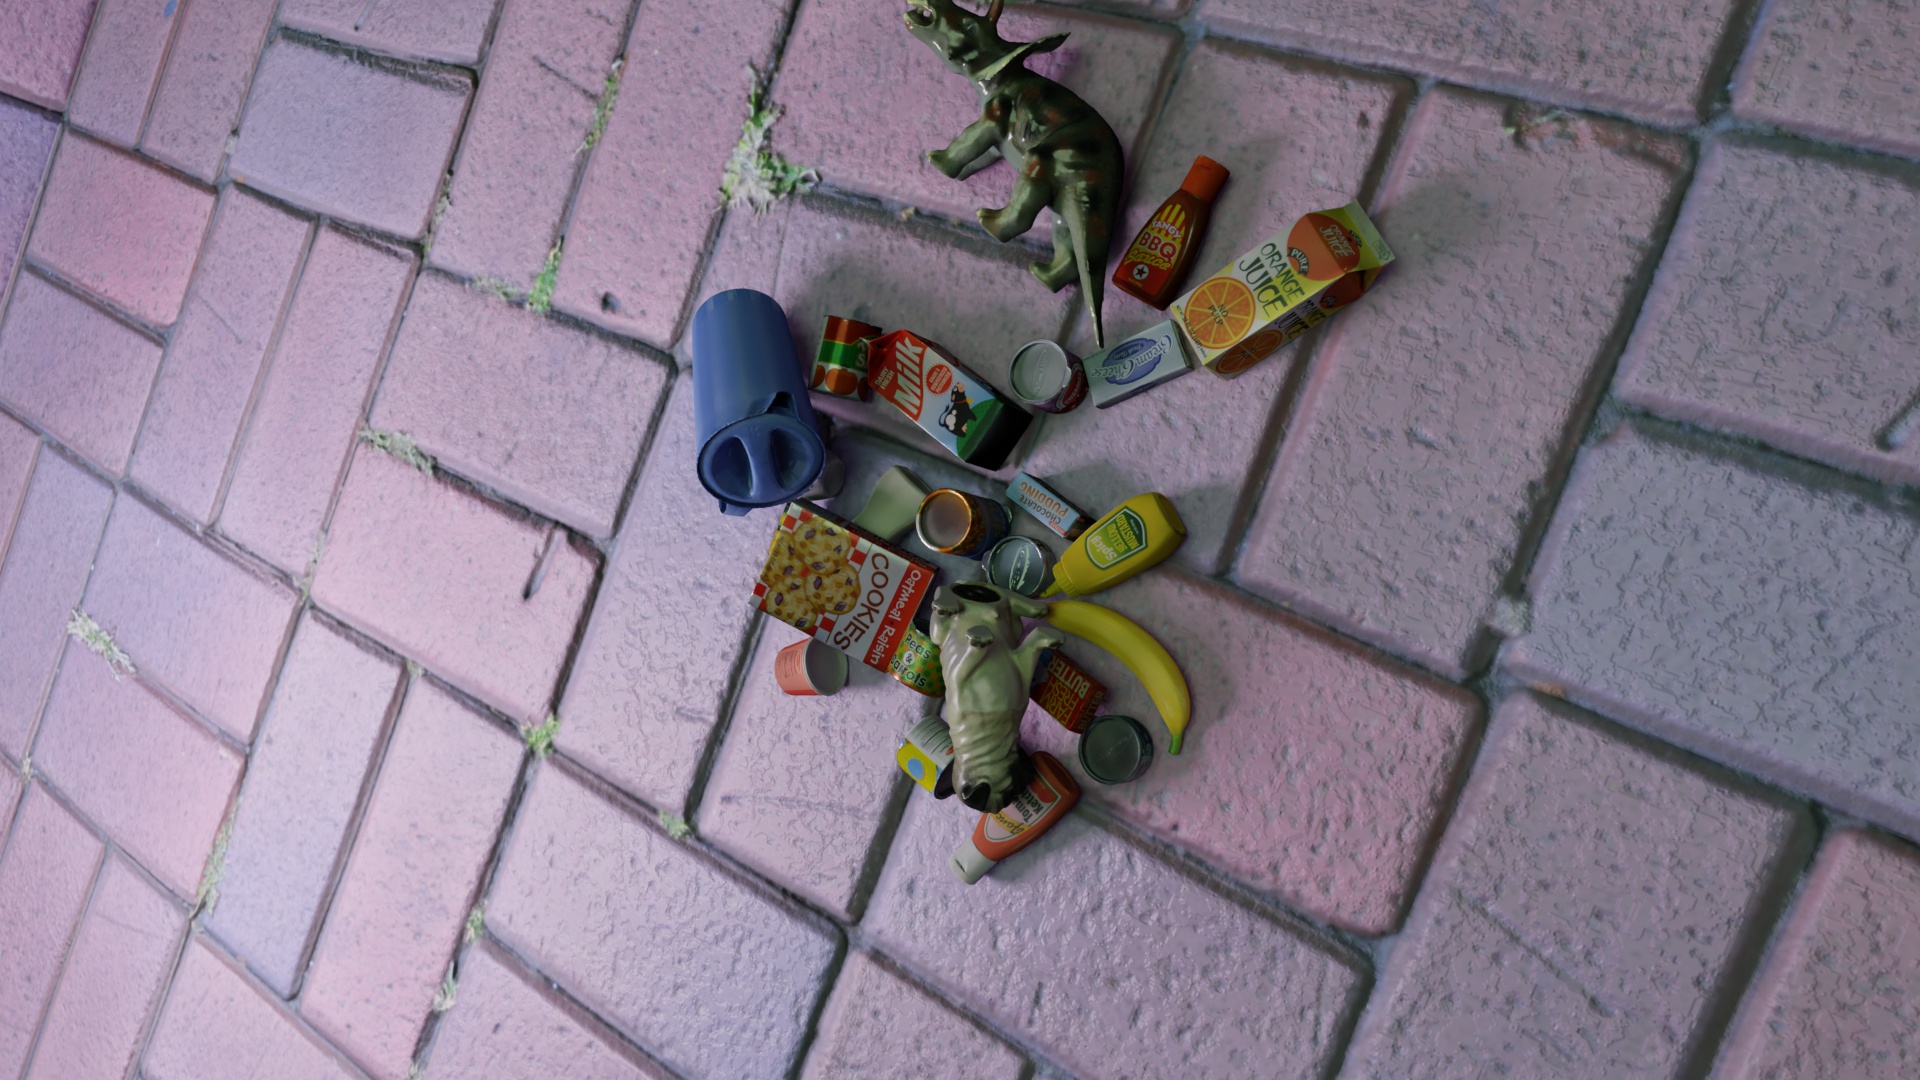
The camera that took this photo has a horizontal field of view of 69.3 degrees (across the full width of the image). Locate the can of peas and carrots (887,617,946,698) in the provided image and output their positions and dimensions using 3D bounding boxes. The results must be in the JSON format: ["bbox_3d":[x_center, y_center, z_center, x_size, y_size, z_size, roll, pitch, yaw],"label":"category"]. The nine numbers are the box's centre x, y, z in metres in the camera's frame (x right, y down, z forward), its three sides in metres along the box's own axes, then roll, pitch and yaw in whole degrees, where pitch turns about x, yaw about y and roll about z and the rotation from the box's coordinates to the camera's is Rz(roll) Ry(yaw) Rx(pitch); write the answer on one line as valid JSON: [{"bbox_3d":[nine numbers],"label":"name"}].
[{"bbox_3d":[-0.035,0.121,1.424,0.071,0.071,0.058,33,100,28],"label":"can of peas and carrots"}]

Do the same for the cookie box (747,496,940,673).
[{"bbox_3d":[-0.122,0.047,1.460,0.167,0.040,0.122,27,103,4],"label":"cookie box"}]

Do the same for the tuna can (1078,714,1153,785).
[{"bbox_3d":[0.148,0.199,1.335,0.071,0.033,0.071,-4,81,28],"label":"tuna can"}]

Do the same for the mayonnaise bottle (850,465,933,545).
[{"bbox_3d":[-0.091,-0.008,1.489,0.065,0.041,0.147,45,106,18],"label":"mayonnaise bottle"}]

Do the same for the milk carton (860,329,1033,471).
[{"bbox_3d":[-0.024,-0.158,1.455,0.191,0.072,0.073,40,103,27],"label":"milk carton"}]

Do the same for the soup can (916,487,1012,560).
[{"bbox_3d":[0.005,-0.018,1.413,0.071,0.084,0.071,-4,81,28],"label":"soup can"}]

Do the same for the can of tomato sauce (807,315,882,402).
[{"bbox_3d":[-0.125,-0.198,1.519,0.071,0.071,0.083,13,91,29],"label":"can of tomato sauce"}]

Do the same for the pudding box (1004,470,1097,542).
[{"bbox_3d":[0.090,-0.033,1.388,0.084,0.049,0.030,39,101,27],"label":"pudding box"}]

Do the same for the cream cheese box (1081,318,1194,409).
[{"bbox_3d":[0.174,-0.174,1.376,0.103,0.024,0.053,-22,74,25],"label":"cream cheese box"}]

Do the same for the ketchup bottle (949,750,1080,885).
[{"bbox_3d":[0.050,0.279,1.372,0.148,0.043,0.065,-48,61,15],"label":"ketchup bottle"}]

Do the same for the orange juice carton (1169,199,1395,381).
[{"bbox_3d":[0.300,-0.234,1.287,0.192,0.073,0.072,-33,69,21],"label":"orange juice carton"}]

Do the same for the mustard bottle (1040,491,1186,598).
[{"bbox_3d":[0.141,0.016,1.354,0.160,0.049,0.065,-35,64,20],"label":"mustard bottle"}]

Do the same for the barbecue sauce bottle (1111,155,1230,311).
[{"bbox_3d":[0.211,-0.303,1.362,0.065,0.043,0.148,35,100,29],"label":"barbecue sauce bottle"}]

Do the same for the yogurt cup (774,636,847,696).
[{"bbox_3d":[-0.163,0.137,1.497,0.054,0.072,0.072,-14,77,35],"label":"yogurt cup"}]

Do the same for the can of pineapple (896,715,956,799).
[{"bbox_3d":[-0.023,0.220,1.408,0.058,0.071,0.071,36,101,28],"label":"can of pineapple"}]

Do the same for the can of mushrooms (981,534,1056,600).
[{"bbox_3d":[0.060,0.028,1.406,0.071,0.033,0.071,-3,82,28],"label":"can of mushrooms"}]

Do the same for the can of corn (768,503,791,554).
[{"bbox_3d":[-0.171,-0.003,1.519,0.071,0.071,0.058,24,96,29],"label":"can of corn"}]

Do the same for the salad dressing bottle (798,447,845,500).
[{"bbox_3d":[-0.199,-0.085,1.558,0.148,0.044,0.064,15,91,31],"label":"salad dressing bottle"}]

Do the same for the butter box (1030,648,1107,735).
[{"bbox_3d":[0.096,0.142,1.356,0.104,0.024,0.053,37,103,51],"label":"butter box"}]

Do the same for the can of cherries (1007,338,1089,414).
[{"bbox_3d":[0.091,-0.163,1.400,0.071,0.058,0.071,-4,80,28],"label":"can of cherries"}]
